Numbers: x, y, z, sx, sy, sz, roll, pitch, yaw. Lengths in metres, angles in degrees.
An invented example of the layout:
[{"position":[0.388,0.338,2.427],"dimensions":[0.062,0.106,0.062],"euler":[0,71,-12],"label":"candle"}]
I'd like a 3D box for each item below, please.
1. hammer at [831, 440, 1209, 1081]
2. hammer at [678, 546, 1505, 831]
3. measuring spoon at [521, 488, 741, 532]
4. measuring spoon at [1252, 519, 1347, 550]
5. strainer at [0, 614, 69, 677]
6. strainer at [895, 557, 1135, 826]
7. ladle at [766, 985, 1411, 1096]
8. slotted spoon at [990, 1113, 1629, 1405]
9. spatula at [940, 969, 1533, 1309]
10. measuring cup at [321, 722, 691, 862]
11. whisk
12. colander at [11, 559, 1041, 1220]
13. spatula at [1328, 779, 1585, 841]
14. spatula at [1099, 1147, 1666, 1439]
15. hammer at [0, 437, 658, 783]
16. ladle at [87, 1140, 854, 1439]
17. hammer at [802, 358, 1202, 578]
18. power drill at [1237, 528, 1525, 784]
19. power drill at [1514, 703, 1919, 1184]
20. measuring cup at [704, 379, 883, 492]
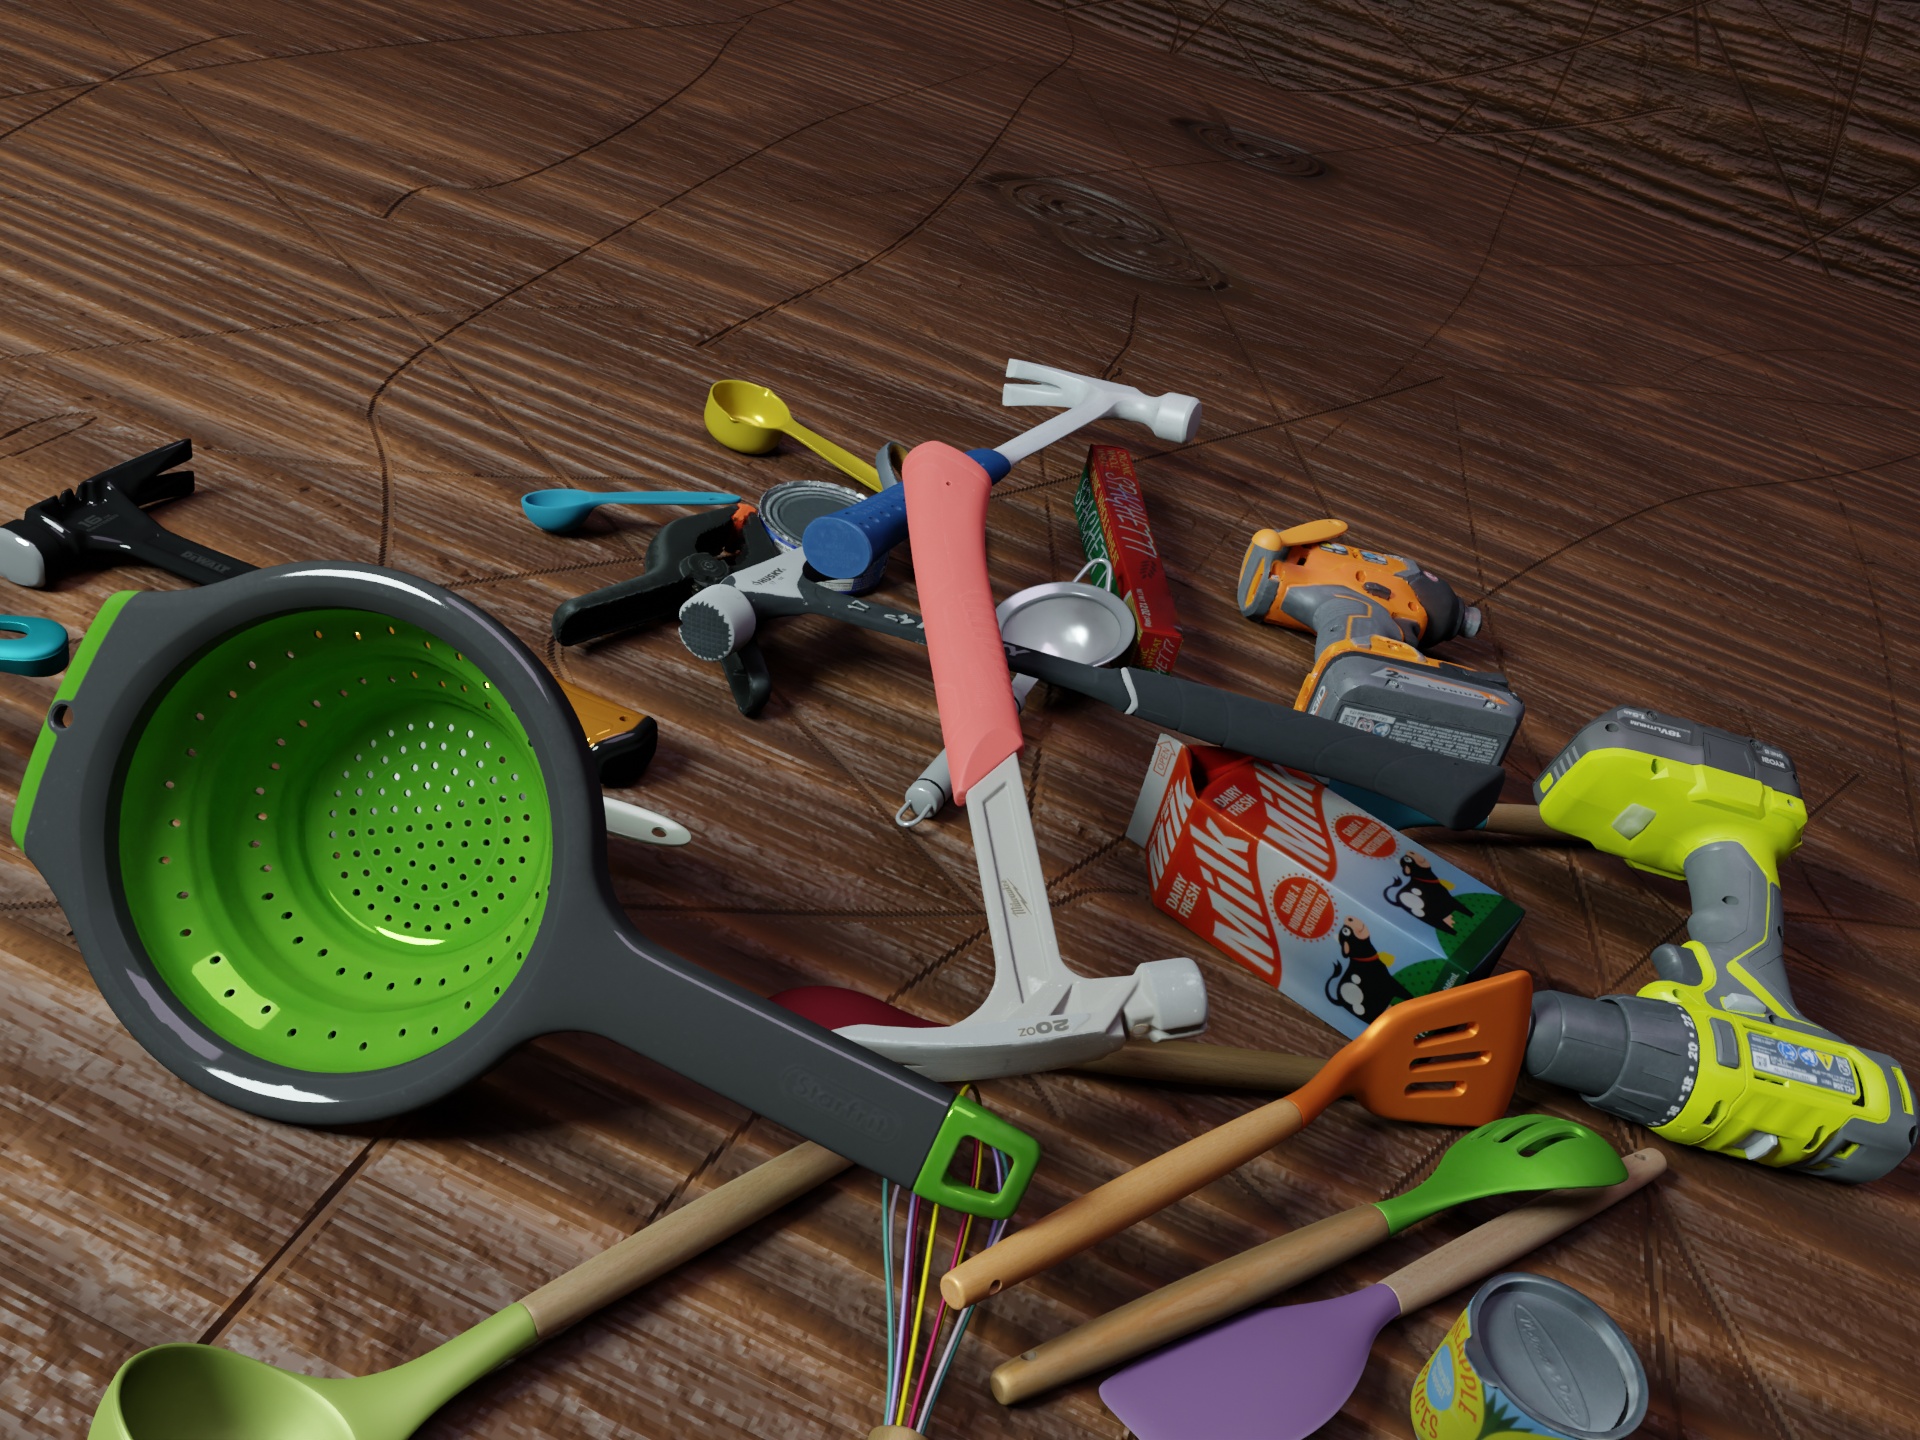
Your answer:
[{"position":[-0.001,-0.002,0.726],"dimensions":[0.149,0.036,0.359],"euler":[-5,48,-6],"label":"hammer"},{"position":[0.068,-0.021,0.811],"dimensions":[0.409,0.036,0.149],"euler":[17,30,19],"label":"hammer"},{"position":[-0.196,-0.124,0.950],"dimensions":[0.128,0.021,0.042],"euler":[-2,23,-12],"label":"measuring spoon"},{"position":[0.224,-0.124,1.036],"dimensions":[0.021,0.011,0.117],"euler":[32,30,30],"label":"measuring spoon"},{"position":[-0.532,-0.015,0.608],"dimensions":[0.340,0.095,0.211],"euler":[5,39,-21],"label":"strainer"},{"position":[0.029,-0.013,0.889],"dimensions":[0.087,0.050,0.258],"euler":[15,38,23],"label":"strainer"},{"position":[0.056,0.145,0.688],"dimensions":[0.315,0.031,0.069],"euler":[9,15,-16],"label":"ladle"},{"position":[0.148,0.208,0.632],"dimensions":[0.313,0.031,0.070],"euler":[-11,5,-29],"label":"slotted spoon"},{"position":[0.123,0.169,0.633],"dimensions":[0.322,0.081,0.041],"euler":[-12,25,-40],"label":"spatula"},{"position":[-0.206,0.043,0.714],"dimensions":[0.167,0.038,0.083],"euler":[15,34,-5],"label":"measuring cup"},{"position":[-0.018,0.221,0.538],"dimensions":[0.051,0.047,0.245],"euler":[22,38,-4],"label":"whisk"},{"position":[-0.152,0.078,0.606],"dimensions":[0.397,0.204,0.094],"euler":[25,3,6],"label":"colander"},{"position":[0.322,0.060,0.903],"dimensions":[0.317,0.082,0.044],"euler":[5,6,-24],"label":"spatula"},{"position":[0.190,0.226,0.639],"dimensions":[0.315,0.018,0.060],"euler":[-10,24,-34],"label":"spatula"},{"position":[-0.304,-0.051,0.806],"dimensions":[0.337,0.034,0.127],"euler":[23,36,8],"label":"hammer"},{"position":[-0.123,0.183,0.538],"dimensions":[0.320,0.062,0.078],"euler":[-18,44,-43],"label":"ladle"},{"position":[0.019,-0.165,1.000],"dimensions":[0.144,0.035,0.405],"euler":[19,29,21],"label":"hammer"},{"position":[0.271,-0.039,0.994],"dimensions":[0.164,0.084,0.227],"euler":[12,31,-7],"label":"power drill"},{"position":[0.358,0.106,0.799],"dimensions":[0.190,0.080,0.229],"euler":[15,49,-6],"label":"power drill"},{"position":[-0.105,-0.180,1.087],"dimensions":[0.156,0.029,0.062],"euler":[31,35,0],"label":"measuring cup"}]
